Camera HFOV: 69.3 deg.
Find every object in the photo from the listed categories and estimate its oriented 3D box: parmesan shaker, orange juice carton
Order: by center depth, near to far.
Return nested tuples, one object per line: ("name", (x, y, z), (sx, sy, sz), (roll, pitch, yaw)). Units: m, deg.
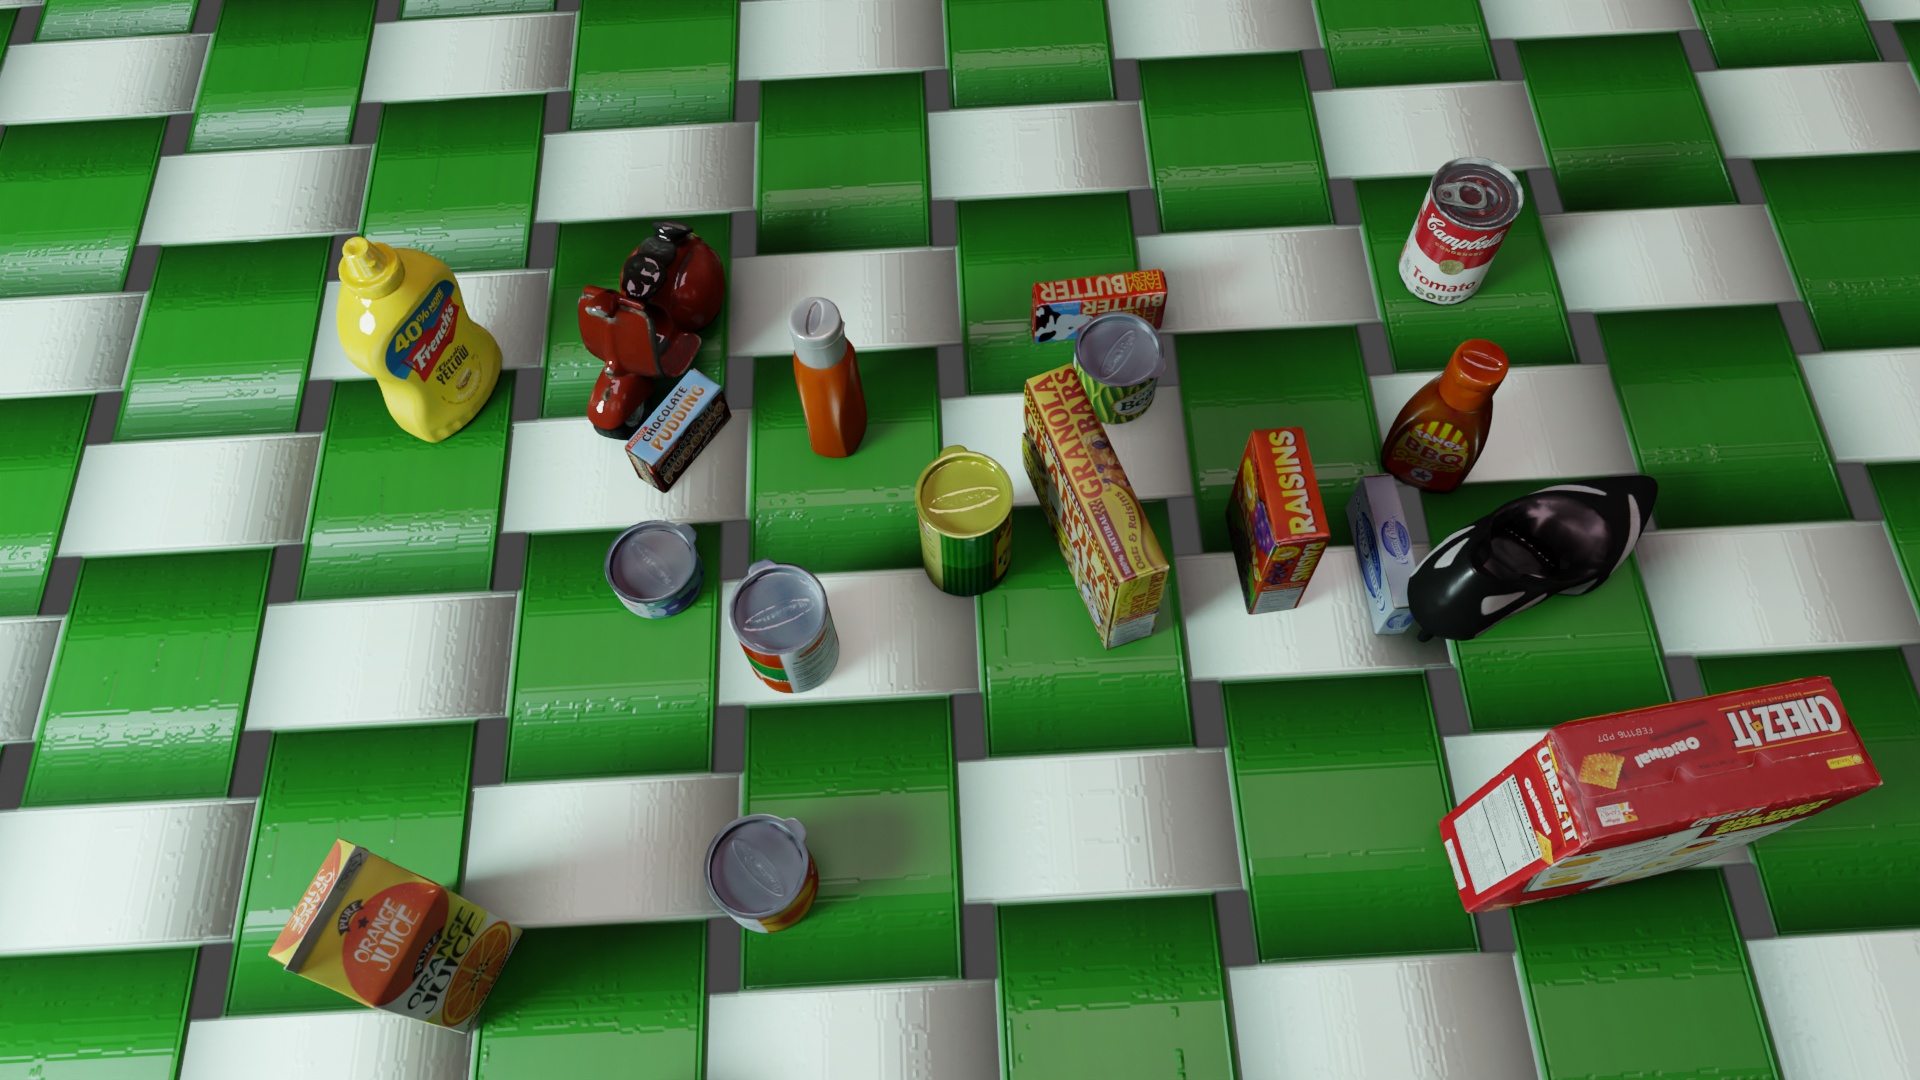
("orange juice carton", (-0.335, 0.233, 0.819), (0.073, 0.192, 0.072), (21, 67, 11))
("parmesan shaker", (0.003, -0.012, 0.978), (0.071, 0.102, 0.071), (-1, 65, 1))

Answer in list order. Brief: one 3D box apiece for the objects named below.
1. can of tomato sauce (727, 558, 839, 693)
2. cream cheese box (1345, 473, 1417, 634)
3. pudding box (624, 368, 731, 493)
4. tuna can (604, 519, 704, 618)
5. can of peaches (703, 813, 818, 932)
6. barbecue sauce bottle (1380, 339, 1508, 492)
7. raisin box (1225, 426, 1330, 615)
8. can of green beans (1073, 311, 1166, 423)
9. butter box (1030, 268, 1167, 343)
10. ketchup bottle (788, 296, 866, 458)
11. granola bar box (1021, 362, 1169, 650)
("can of tomato sauce", (-0.121, 0.061, 0.957), (0.071, 0.082, 0.071), (-1, 65, 1))
("cream cheese box", (0.301, 0.010, 0.987), (0.024, 0.053, 0.104), (-5, 65, -1))
("pudding box", (-0.212, -0.083, 1.047), (0.030, 0.049, 0.084), (31, 69, 15))
("tuna can", (-0.219, 0.020, 1.007), (0.071, 0.032, 0.071), (-1, 64, 1))
("can of peaches", (-0.125, 0.214, 0.898), (0.071, 0.057, 0.071), (-1, 65, 1))
("barbecue sauce bottle", (0.345, -0.088, 0.980), (0.065, 0.148, 0.044), (23, 68, 12))
("raisin box", (0.217, -0.012, 0.961), (0.040, 0.123, 0.086), (-6, 65, -1))
("can of green beans", (0.118, -0.130, 1.056), (0.071, 0.057, 0.071), (-1, 65, 1))
("butter box", (0.107, -0.183, 1.084), (0.103, 0.053, 0.024), (-7, 65, -2))
("ketchup bottle", (-0.096, -0.120, 1.007), (0.043, 0.148, 0.065), (6, 65, 5))
("granola bar box", (0.089, -0.021, 0.968), (0.039, 0.123, 0.166), (-19, 66, -7))
